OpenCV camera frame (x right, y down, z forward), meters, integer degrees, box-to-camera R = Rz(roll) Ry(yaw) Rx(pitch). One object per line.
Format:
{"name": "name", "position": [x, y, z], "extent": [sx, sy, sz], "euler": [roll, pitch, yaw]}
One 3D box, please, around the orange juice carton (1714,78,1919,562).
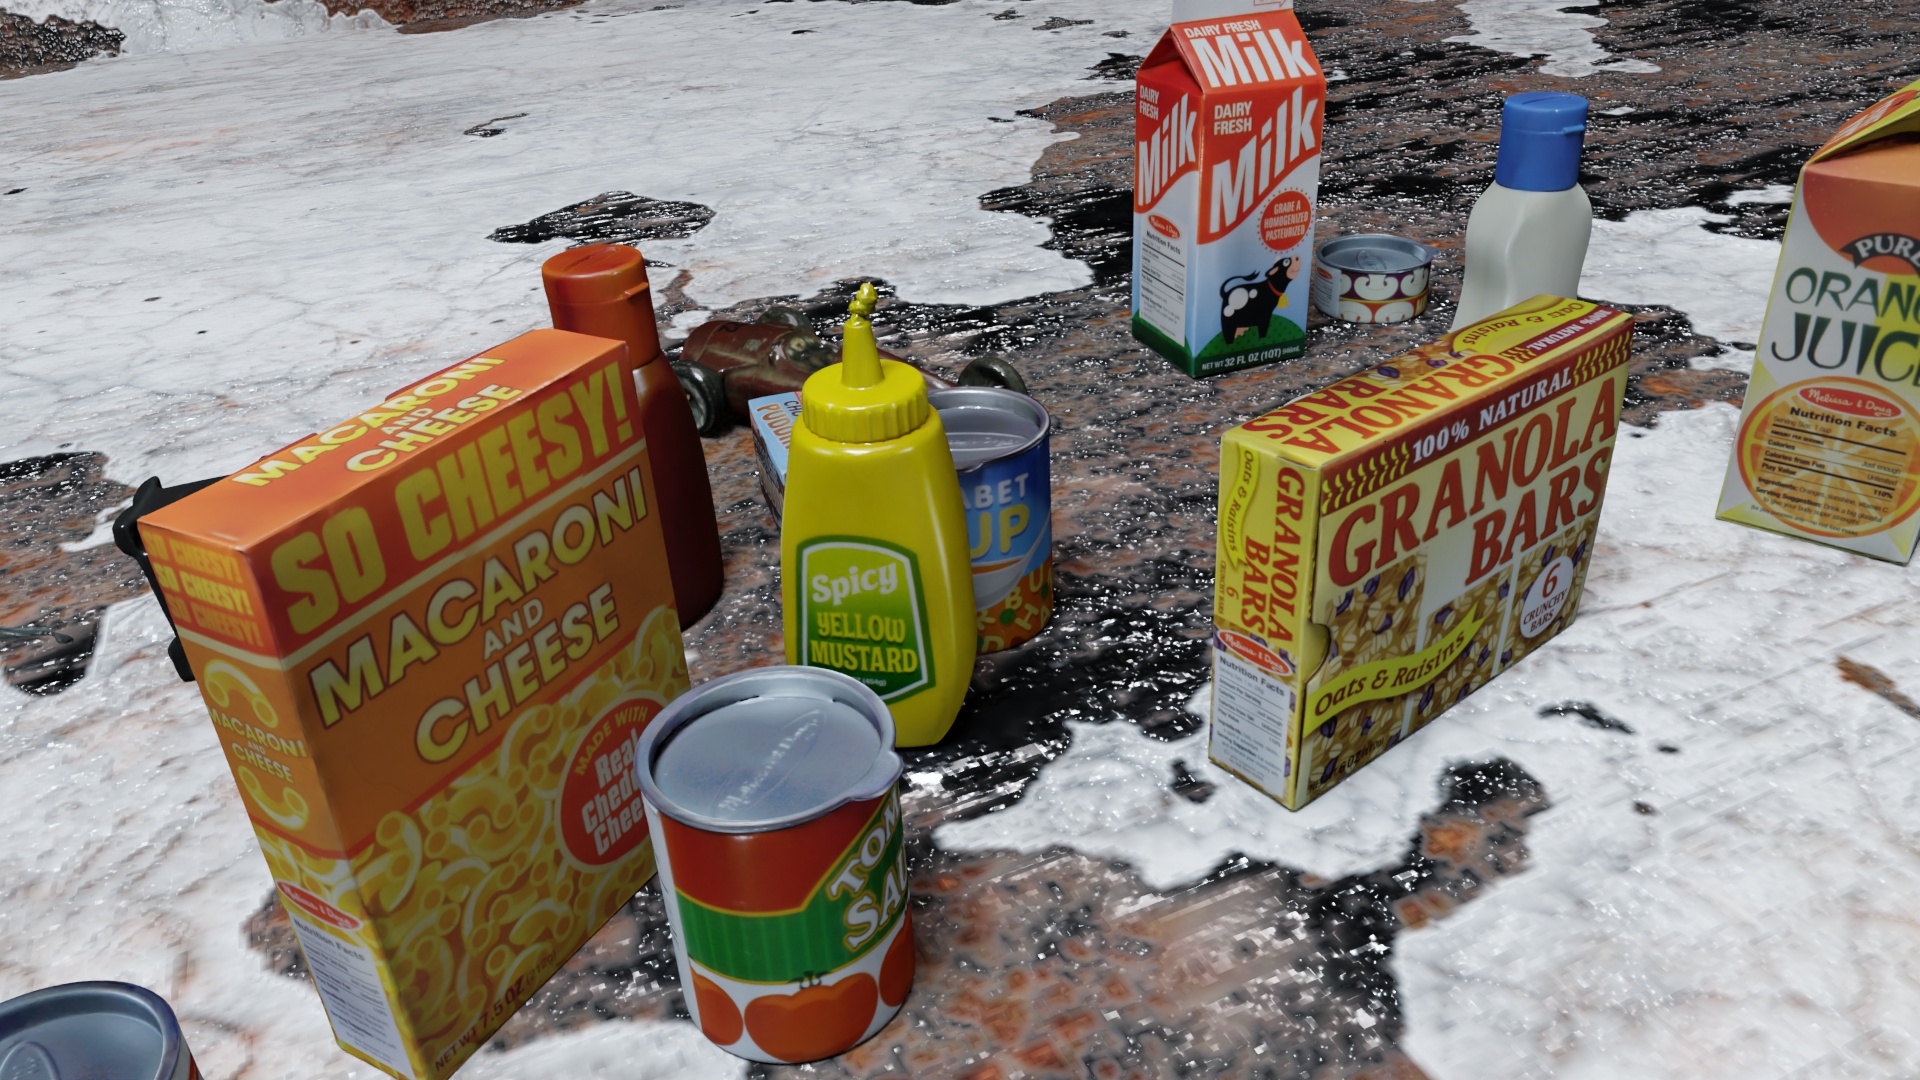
{"name": "orange juice carton", "position": [0.361, -0.096, 0.541], "extent": [0.073, 0.191, 0.072], "euler": [20, 37, 35]}

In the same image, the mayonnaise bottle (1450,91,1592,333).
{"name": "mayonnaise bottle", "position": [0.270, -0.136, 0.665], "extent": [0.065, 0.147, 0.041], "euler": [-15, 31, -19]}

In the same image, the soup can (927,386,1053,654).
{"name": "soup can", "position": [0.002, -0.007, 0.530], "extent": [0.071, 0.083, 0.072], "euler": [-3, 29, 2]}

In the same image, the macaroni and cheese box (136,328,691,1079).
{"name": "macaroni and cheese box", "position": [-0.130, 0.042, 0.375], "extent": [0.040, 0.165, 0.124], "euler": [12, 33, 26]}

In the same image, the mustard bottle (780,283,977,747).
{"name": "mustard bottle", "position": [-0.029, -0.007, 0.456], "extent": [0.065, 0.159, 0.049], "euler": [3, 30, 11]}

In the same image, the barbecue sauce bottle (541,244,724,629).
{"name": "barbecue sauce bottle", "position": [-0.127, -0.036, 0.530], "extent": [0.044, 0.147, 0.065], "euler": [11, 33, 25]}

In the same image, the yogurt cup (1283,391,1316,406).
{"name": "yogurt cup", "position": [0.164, -0.026, 0.578], "extent": [0.072, 0.053, 0.073], "euler": [-3, 29, 2]}

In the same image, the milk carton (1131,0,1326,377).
{"name": "milk carton", "position": [0.139, -0.191, 0.732], "extent": [0.072, 0.189, 0.074], "euler": [-13, 31, -17]}

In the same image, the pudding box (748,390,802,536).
{"name": "pudding box", "position": [-0.069, -0.028, 0.610], "extent": [0.030, 0.049, 0.084], "euler": [-11, 30, -14]}

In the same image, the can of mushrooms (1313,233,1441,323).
{"name": "can of mushrooms", "position": [0.244, -0.154, 0.815], "extent": [0.071, 0.033, 0.071], "euler": [-3, 30, 2]}

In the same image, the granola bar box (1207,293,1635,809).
{"name": "granola bar box", "position": [0.155, -0.001, 0.463], "extent": [0.166, 0.123, 0.039], "euler": [-24, 35, -31]}

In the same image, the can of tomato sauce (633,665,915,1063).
{"name": "can of tomato sauce", "position": [-0.045, 0.087, 0.372], "extent": [0.071, 0.082, 0.071], "euler": [-3, 29, 2]}

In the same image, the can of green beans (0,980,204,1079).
{"name": "can of green beans", "position": [-0.202, 0.144, 0.312], "extent": [0.071, 0.057, 0.071], "euler": [-3, 29, 2]}
